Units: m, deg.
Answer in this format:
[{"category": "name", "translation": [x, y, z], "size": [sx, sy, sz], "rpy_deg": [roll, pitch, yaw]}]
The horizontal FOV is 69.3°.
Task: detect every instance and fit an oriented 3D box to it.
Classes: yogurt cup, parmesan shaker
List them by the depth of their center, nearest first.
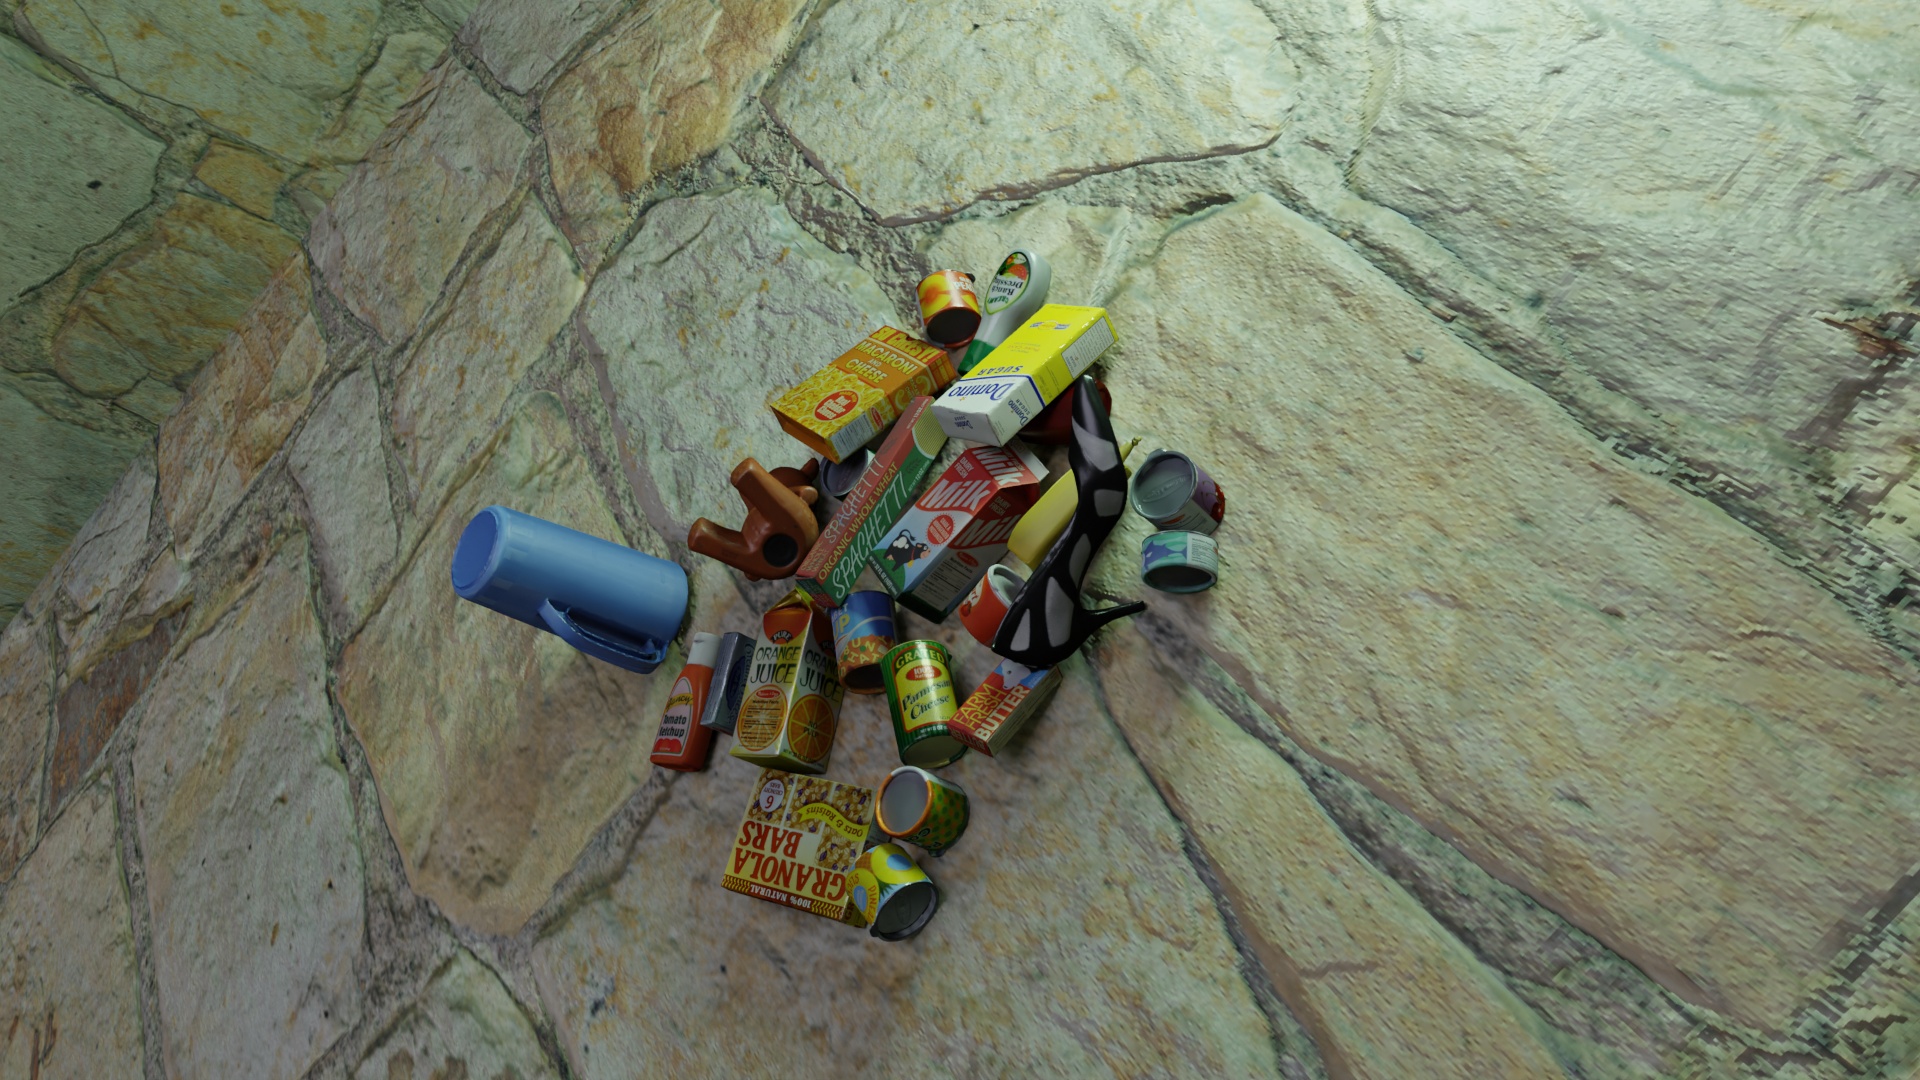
[{"category": "yogurt cup", "translation": [0.036, 0.065, 1.299], "size": [0.053, 0.072, 0.073], "rpy_deg": [-45, 46, 22]}, {"category": "parmesan shaker", "translation": [-0.031, 0.154, 1.304], "size": [0.071, 0.071, 0.103], "rpy_deg": [-32, 51, 22]}]

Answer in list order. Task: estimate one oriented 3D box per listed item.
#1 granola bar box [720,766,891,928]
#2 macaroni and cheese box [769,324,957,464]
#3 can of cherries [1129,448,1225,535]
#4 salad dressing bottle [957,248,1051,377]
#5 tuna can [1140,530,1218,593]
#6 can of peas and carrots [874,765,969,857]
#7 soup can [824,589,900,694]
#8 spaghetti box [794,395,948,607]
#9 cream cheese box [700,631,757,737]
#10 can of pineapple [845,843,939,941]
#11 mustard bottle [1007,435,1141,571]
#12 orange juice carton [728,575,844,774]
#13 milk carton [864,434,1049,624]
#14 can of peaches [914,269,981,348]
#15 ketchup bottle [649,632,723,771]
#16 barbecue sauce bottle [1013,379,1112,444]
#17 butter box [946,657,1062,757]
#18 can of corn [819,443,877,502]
[{"category": "granola bar box", "translation": [-0.144, 0.292, 1.336], "size": [0.165, 0.039, 0.124], "rpy_deg": [2, 68, 40]}, {"category": "macaroni and cheese box", "translation": [-0.105, -0.162, 1.502], "size": [0.167, 0.040, 0.124], "rpy_deg": [-38, 39, -18]}, {"category": "can of cherries", "translation": [0.193, -0.040, 1.232], "size": [0.071, 0.058, 0.072], "rpy_deg": [-19, 56, 32]}, {"category": "salad dressing bottle", "translation": [0.045, -0.235, 1.468], "size": [0.064, 0.044, 0.148], "rpy_deg": [20, 80, 42]}, {"category": "tuna can", "translation": [0.187, 0.019, 1.198], "size": [0.071, 0.071, 0.033], "rpy_deg": [-12, 60, 34]}, {"category": "can of peas and carrots", "translation": [-0.036, 0.246, 1.260], "size": [0.071, 0.058, 0.071], "rpy_deg": [-19, 56, 31]}, {"category": "soup can", "translation": [-0.095, 0.102, 1.379], "size": [0.071, 0.071, 0.084], "rpy_deg": [-29, 52, 24]}, {"category": "spaghetti box", "translation": [-0.085, -0.042, 1.415], "size": [0.028, 0.050, 0.251], "rpy_deg": [5, 53, 41]}, {"category": "cream cheese box", "translation": [-0.238, 0.154, 1.478], "size": [0.024, 0.053, 0.104], "rpy_deg": [-5, 63, 39]}, {"category": "can of pineapple", "translation": [-0.063, 0.313, 1.238], "size": [0.071, 0.071, 0.058], "rpy_deg": [-53, 45, 3]}, {"category": "mustard bottle", "translation": [0.114, -0.037, 1.294], "size": [0.160, 0.065, 0.049], "rpy_deg": [-48, 52, -1]}, {"category": "orange juice carton", "translation": [-0.166, 0.136, 1.416], "size": [0.073, 0.071, 0.193], "rpy_deg": [-5, 64, 37]}, {"category": "milk carton", "translation": [0.005, -0.017, 1.361], "size": [0.190, 0.073, 0.072], "rpy_deg": [-46, 47, 9]}, {"category": "can of peaches", "translation": [-0.011, -0.252, 1.507], "size": [0.071, 0.071, 0.058], "rpy_deg": [-29, 52, 24]}, {"category": "ketchup bottle", "translation": [-0.291, 0.176, 1.517], "size": [0.064, 0.043, 0.149], "rpy_deg": [-4, 64, 38]}, {"category": "barbecue sauce bottle", "translation": [0.076, -0.124, 1.382], "size": [0.148, 0.043, 0.065], "rpy_deg": [-2, 53, 39]}, {"category": "butter box", "translation": [0.040, 0.145, 1.251], "size": [0.053, 0.024, 0.104], "rpy_deg": [19, 56, 43]}, {"category": "can of corn", "translation": [-0.108, -0.067, 1.490], "size": [0.071, 0.058, 0.071], "rpy_deg": [-19, 57, 31]}]
